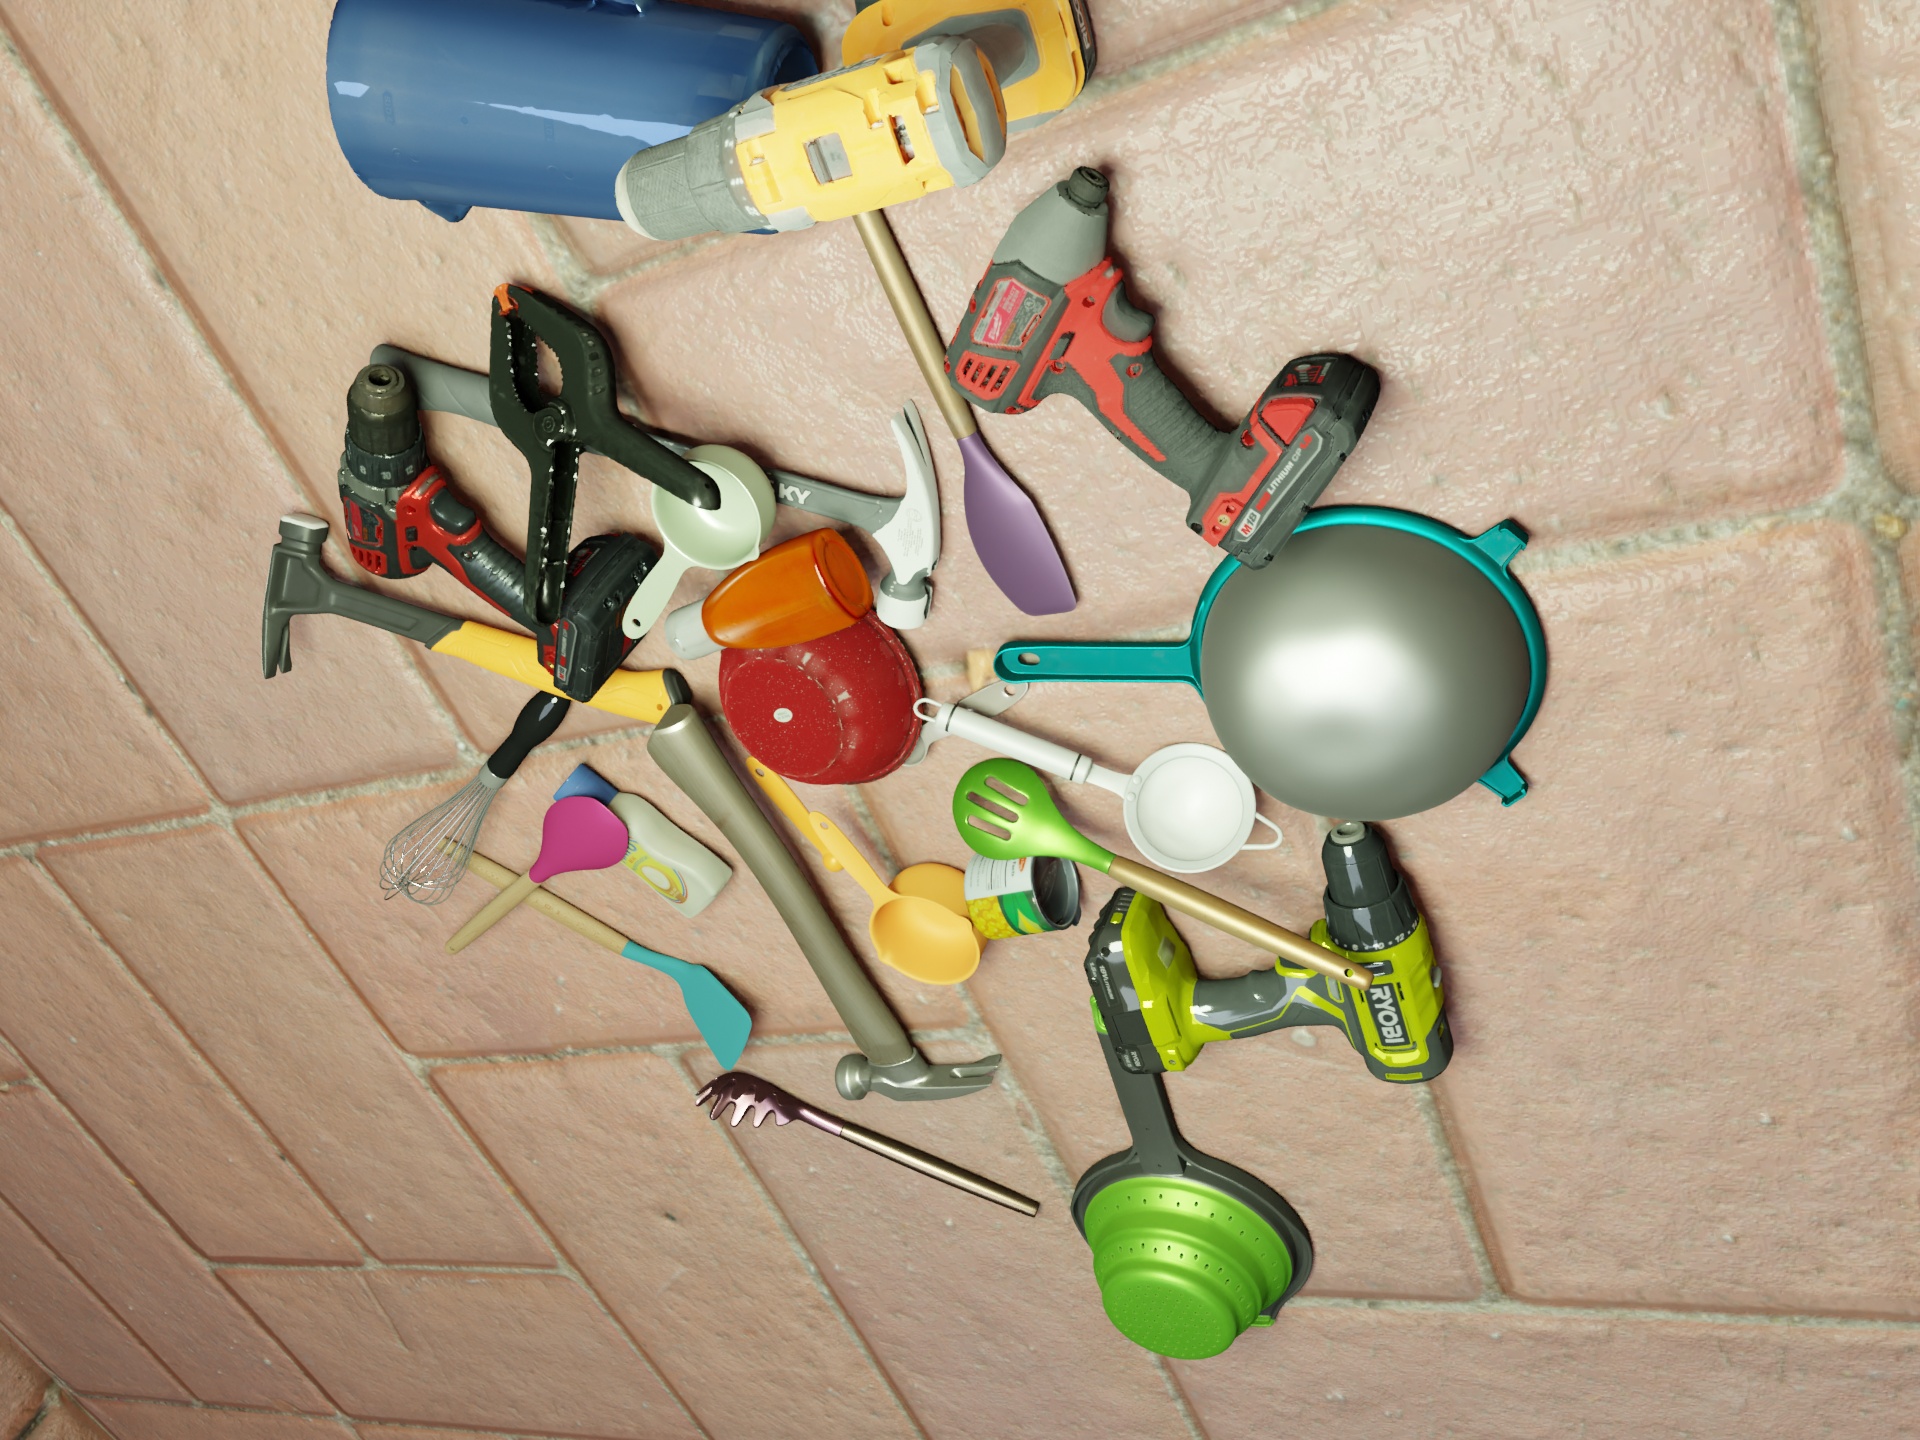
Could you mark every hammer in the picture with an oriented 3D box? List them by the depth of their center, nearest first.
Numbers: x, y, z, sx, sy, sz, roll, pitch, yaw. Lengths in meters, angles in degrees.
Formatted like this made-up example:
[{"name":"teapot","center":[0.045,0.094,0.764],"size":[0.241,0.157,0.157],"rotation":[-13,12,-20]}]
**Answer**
[{"name":"hammer","center":[-0.204,-0.181,1.038],"size":[0.409,0.036,0.149],"rotation":[18,129,11]},{"name":"hammer","center":[-0.363,-0.049,1.187],"size":[0.337,0.034,0.127],"rotation":[17,105,7]},{"name":"hammer","center":[-0.111,0.151,1.222],"size":[0.146,0.038,0.410],"rotation":[-10,125,28]}]

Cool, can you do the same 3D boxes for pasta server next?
[{"name":"pasta server","center":[-0.082,0.378,1.402],"size":[0.316,0.040,0.060],"rotation":[21,143,7]}]

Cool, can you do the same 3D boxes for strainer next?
[{"name":"strainer","center":[0.171,-0.014,0.958],"size":[0.340,0.095,0.210],"rotation":[1,125,21]},{"name":"strainer","center":[0.089,0.034,1.057],"size":[0.258,0.087,0.050],"rotation":[21,170,8]}]

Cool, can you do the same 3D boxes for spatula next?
[{"name":"spatula","center":[-0.009,-0.194,0.953],"size":[0.060,0.018,0.315],"rotation":[-3,124,38]},{"name":"spatula","center":[-0.313,0.188,1.356],"size":[0.317,0.044,0.082],"rotation":[29,132,3]}]

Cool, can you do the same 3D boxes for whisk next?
[{"name":"whisk","center":[-0.389,0.060,1.279],"size":[0.070,0.070,0.284],"rotation":[41,121,-9]}]

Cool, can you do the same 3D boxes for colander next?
[{"name":"colander","center":[0.156,0.388,1.266],"size":[0.204,0.094,0.396],"rotation":[-3,123,26]}]

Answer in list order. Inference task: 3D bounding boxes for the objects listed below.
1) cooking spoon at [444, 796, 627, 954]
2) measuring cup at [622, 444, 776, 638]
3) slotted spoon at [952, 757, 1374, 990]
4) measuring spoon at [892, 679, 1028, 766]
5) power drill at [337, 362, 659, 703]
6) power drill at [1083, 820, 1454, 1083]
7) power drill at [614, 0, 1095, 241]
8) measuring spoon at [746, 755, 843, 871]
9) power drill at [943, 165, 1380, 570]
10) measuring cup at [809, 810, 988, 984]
[{"name":"cooking spoon","center":[-0.362,0.138,1.320],"size":[0.068,0.017,0.319],"rotation":[44,134,-11]},{"name":"measuring cup","center":[-0.176,-0.112,1.029],"size":[0.083,0.038,0.167],"rotation":[39,131,-5]},{"name":"slotted spoon","center":[0.125,0.104,1.054],"size":[0.314,0.031,0.070],"rotation":[24,91,23]},{"name":"measuring spoon","center":[-0.002,-0.004,1.099],"size":[0.124,0.018,0.034],"rotation":[-27,103,29]},{"name":"power drill","center":[-0.323,-0.130,1.082],"size":[0.227,0.080,0.187],"rotation":[31,145,3]},{"name":"power drill","center":[0.208,0.162,1.089],"size":[0.228,0.080,0.190],"rotation":[-9,116,26]},{"name":"power drill","center":[-0.045,-0.292,0.757],"size":[0.185,0.226,0.084],"rotation":[-6,122,27]},{"name":"measuring spoon","center":[-0.126,0.073,1.209],"size":[0.021,0.011,0.116],"rotation":[-24,113,35]},{"name":"power drill","center":[0.109,-0.194,0.867],"size":[0.219,0.079,0.143],"rotation":[32,131,2]},{"name":"measuring cup","center":[-0.045,0.118,1.183],"size":[0.095,0.052,0.173],"rotation":[-29,108,37]}]
